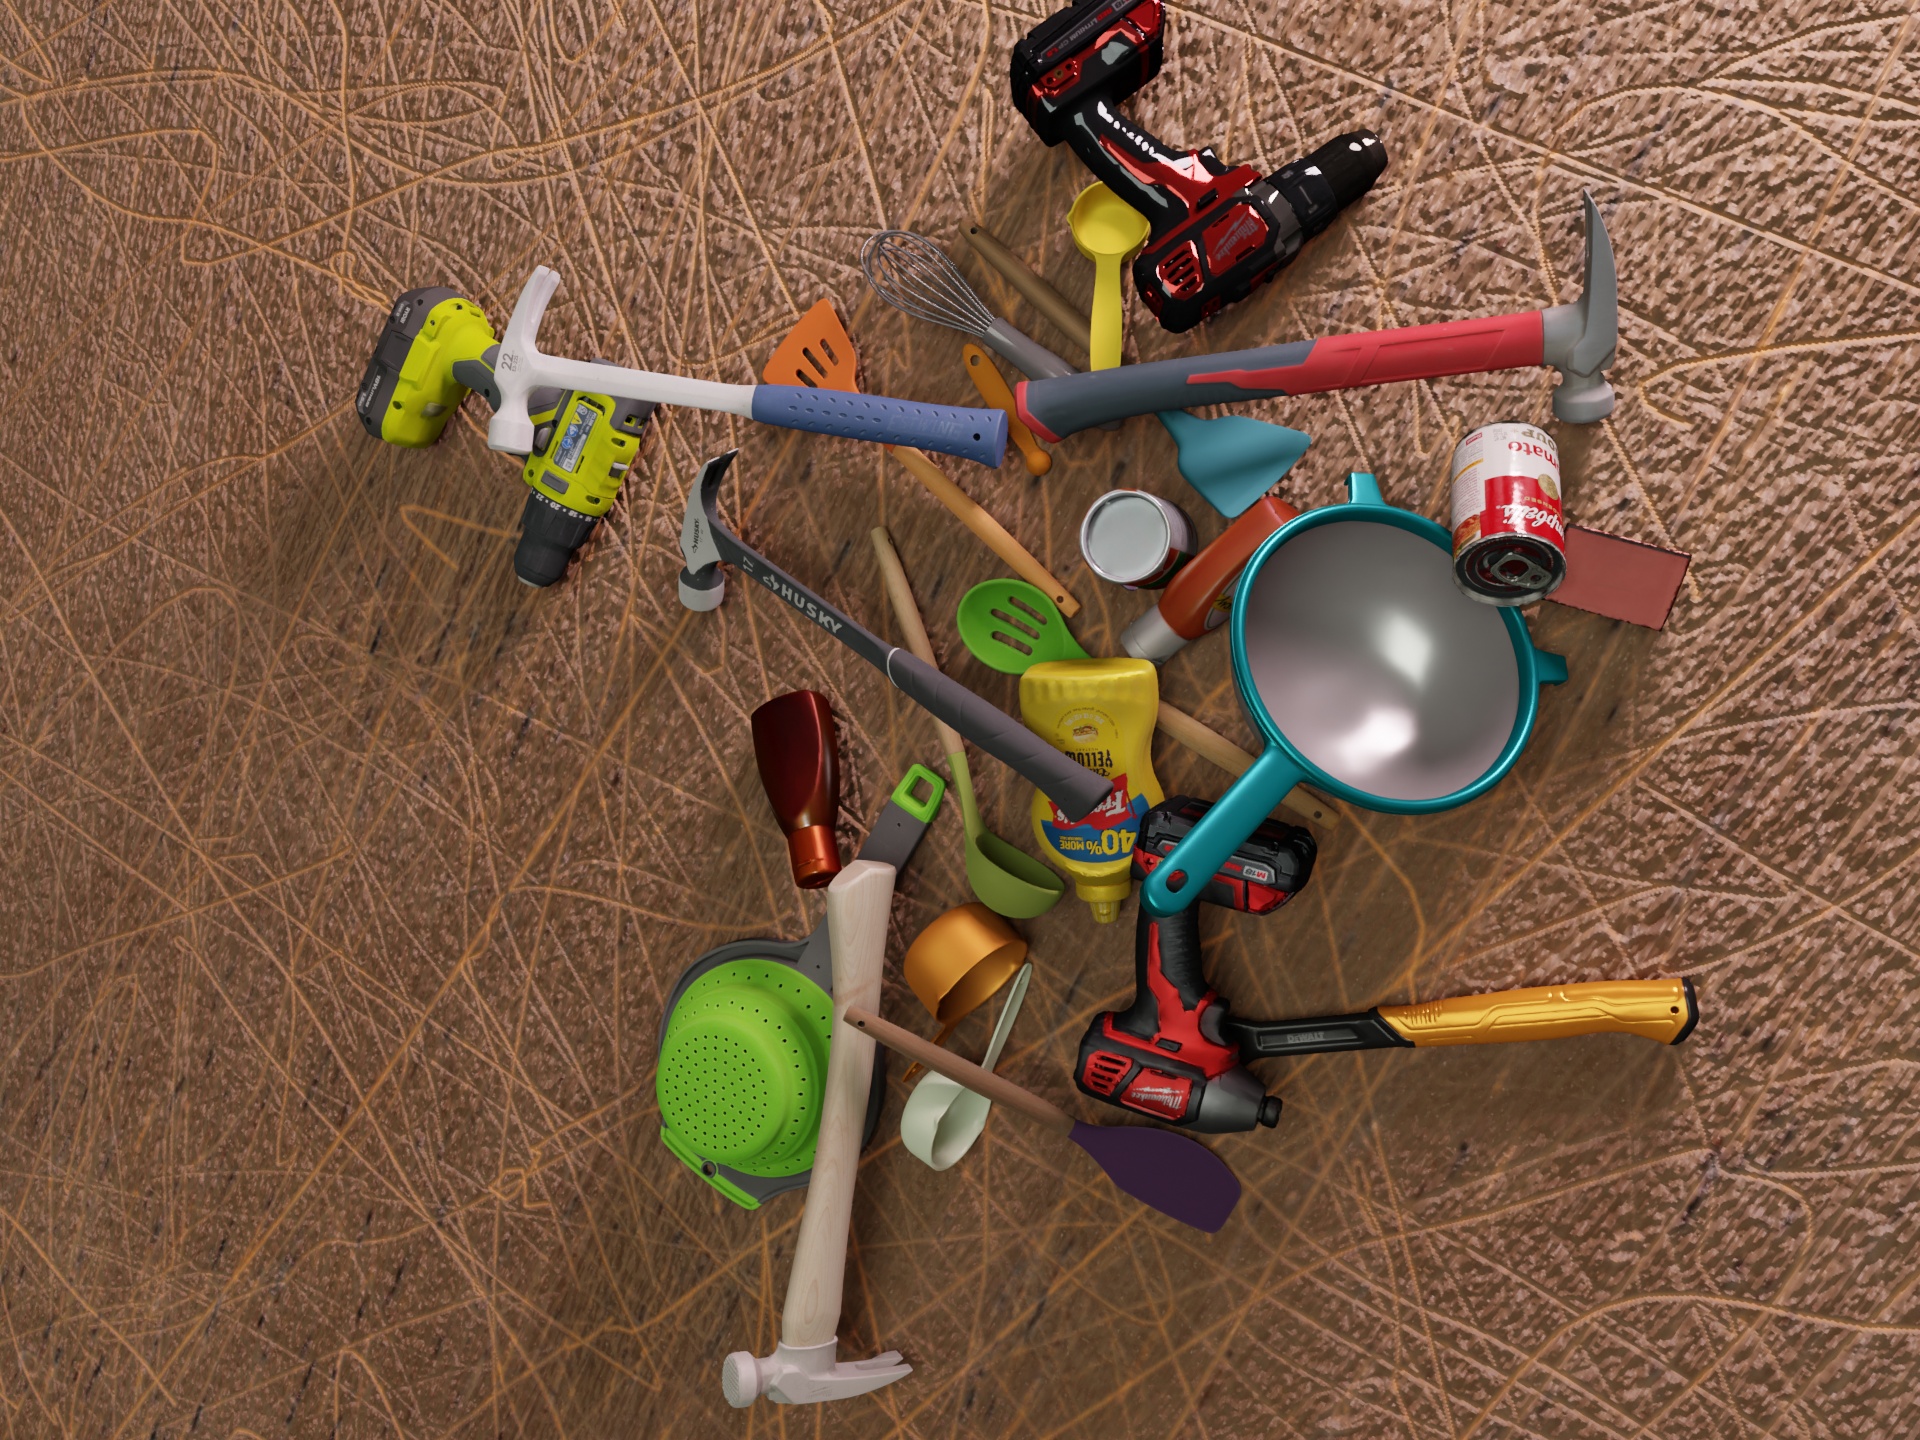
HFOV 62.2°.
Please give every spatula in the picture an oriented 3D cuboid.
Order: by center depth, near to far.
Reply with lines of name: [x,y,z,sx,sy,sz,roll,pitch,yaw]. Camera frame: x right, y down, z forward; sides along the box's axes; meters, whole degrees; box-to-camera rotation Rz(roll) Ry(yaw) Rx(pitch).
spatula: [0.109,-0.265,1.138,0.082,0.044,0.318,-44,75,-4]
spatula: [0.058,0.281,1.150,0.316,0.018,0.060,27,100,-1]
spatula: [-0.026,-0.192,1.205,0.323,0.041,0.081,44,105,9]

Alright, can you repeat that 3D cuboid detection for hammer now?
hammer: [0.223,-0.246,1.044,0.386,0.038,0.143,-4,120,14]
hammer: [0.319,0.199,1.086,0.337,0.034,0.127,-9,90,21]
hammer: [-0.057,-0.052,1.148,0.409,0.036,0.149,35,137,24]
hammer: [-0.081,0.309,1.190,0.038,0.146,0.410,18,101,61]
hammer: [-0.163,-0.246,1.195,0.405,0.035,0.144,11,96,13]

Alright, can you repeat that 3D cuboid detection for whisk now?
whisk: [0.023,-0.285,1.169,0.239,0.055,0.055,38,105,11]

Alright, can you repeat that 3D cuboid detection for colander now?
colander: [-0.129,0.208,1.221,0.204,0.094,0.397,33,103,16]

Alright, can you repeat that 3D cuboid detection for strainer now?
strainer: [0.218,0.012,1.020,0.211,0.095,0.340,45,69,4]

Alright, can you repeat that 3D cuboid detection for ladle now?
ladle: [-0.002,-0.004,1.187,0.062,0.078,0.320,-24,77,23]

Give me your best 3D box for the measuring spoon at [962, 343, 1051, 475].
measuring spoon: [0.032,-0.233,1.185,0.021,0.011,0.117,-33,81,19]

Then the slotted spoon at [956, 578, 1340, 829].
slotted spoon: [0.134,-0.009,1.150,0.314,0.031,0.070,33,109,14]

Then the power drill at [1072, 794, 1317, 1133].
power drill: [0.167,0.173,1.083,0.143,0.078,0.219,15,102,18]

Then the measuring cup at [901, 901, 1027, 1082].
measuring cup: [-0.018,0.205,1.198,0.052,0.095,0.173,49,127,23]

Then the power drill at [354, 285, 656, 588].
power drill: [-0.377,-0.235,1.305,0.228,0.080,0.190,31,102,14]

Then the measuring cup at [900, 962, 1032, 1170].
measuring cup: [0.006,0.254,1.196,0.038,0.083,0.167,22,84,30]

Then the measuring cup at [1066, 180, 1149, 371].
measuring cup: [0.105,-0.305,1.132,0.062,0.029,0.156,2,85,7]

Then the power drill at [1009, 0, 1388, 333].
power drill: [0.160,-0.399,1.086,0.188,0.080,0.227,-35,82,1]
